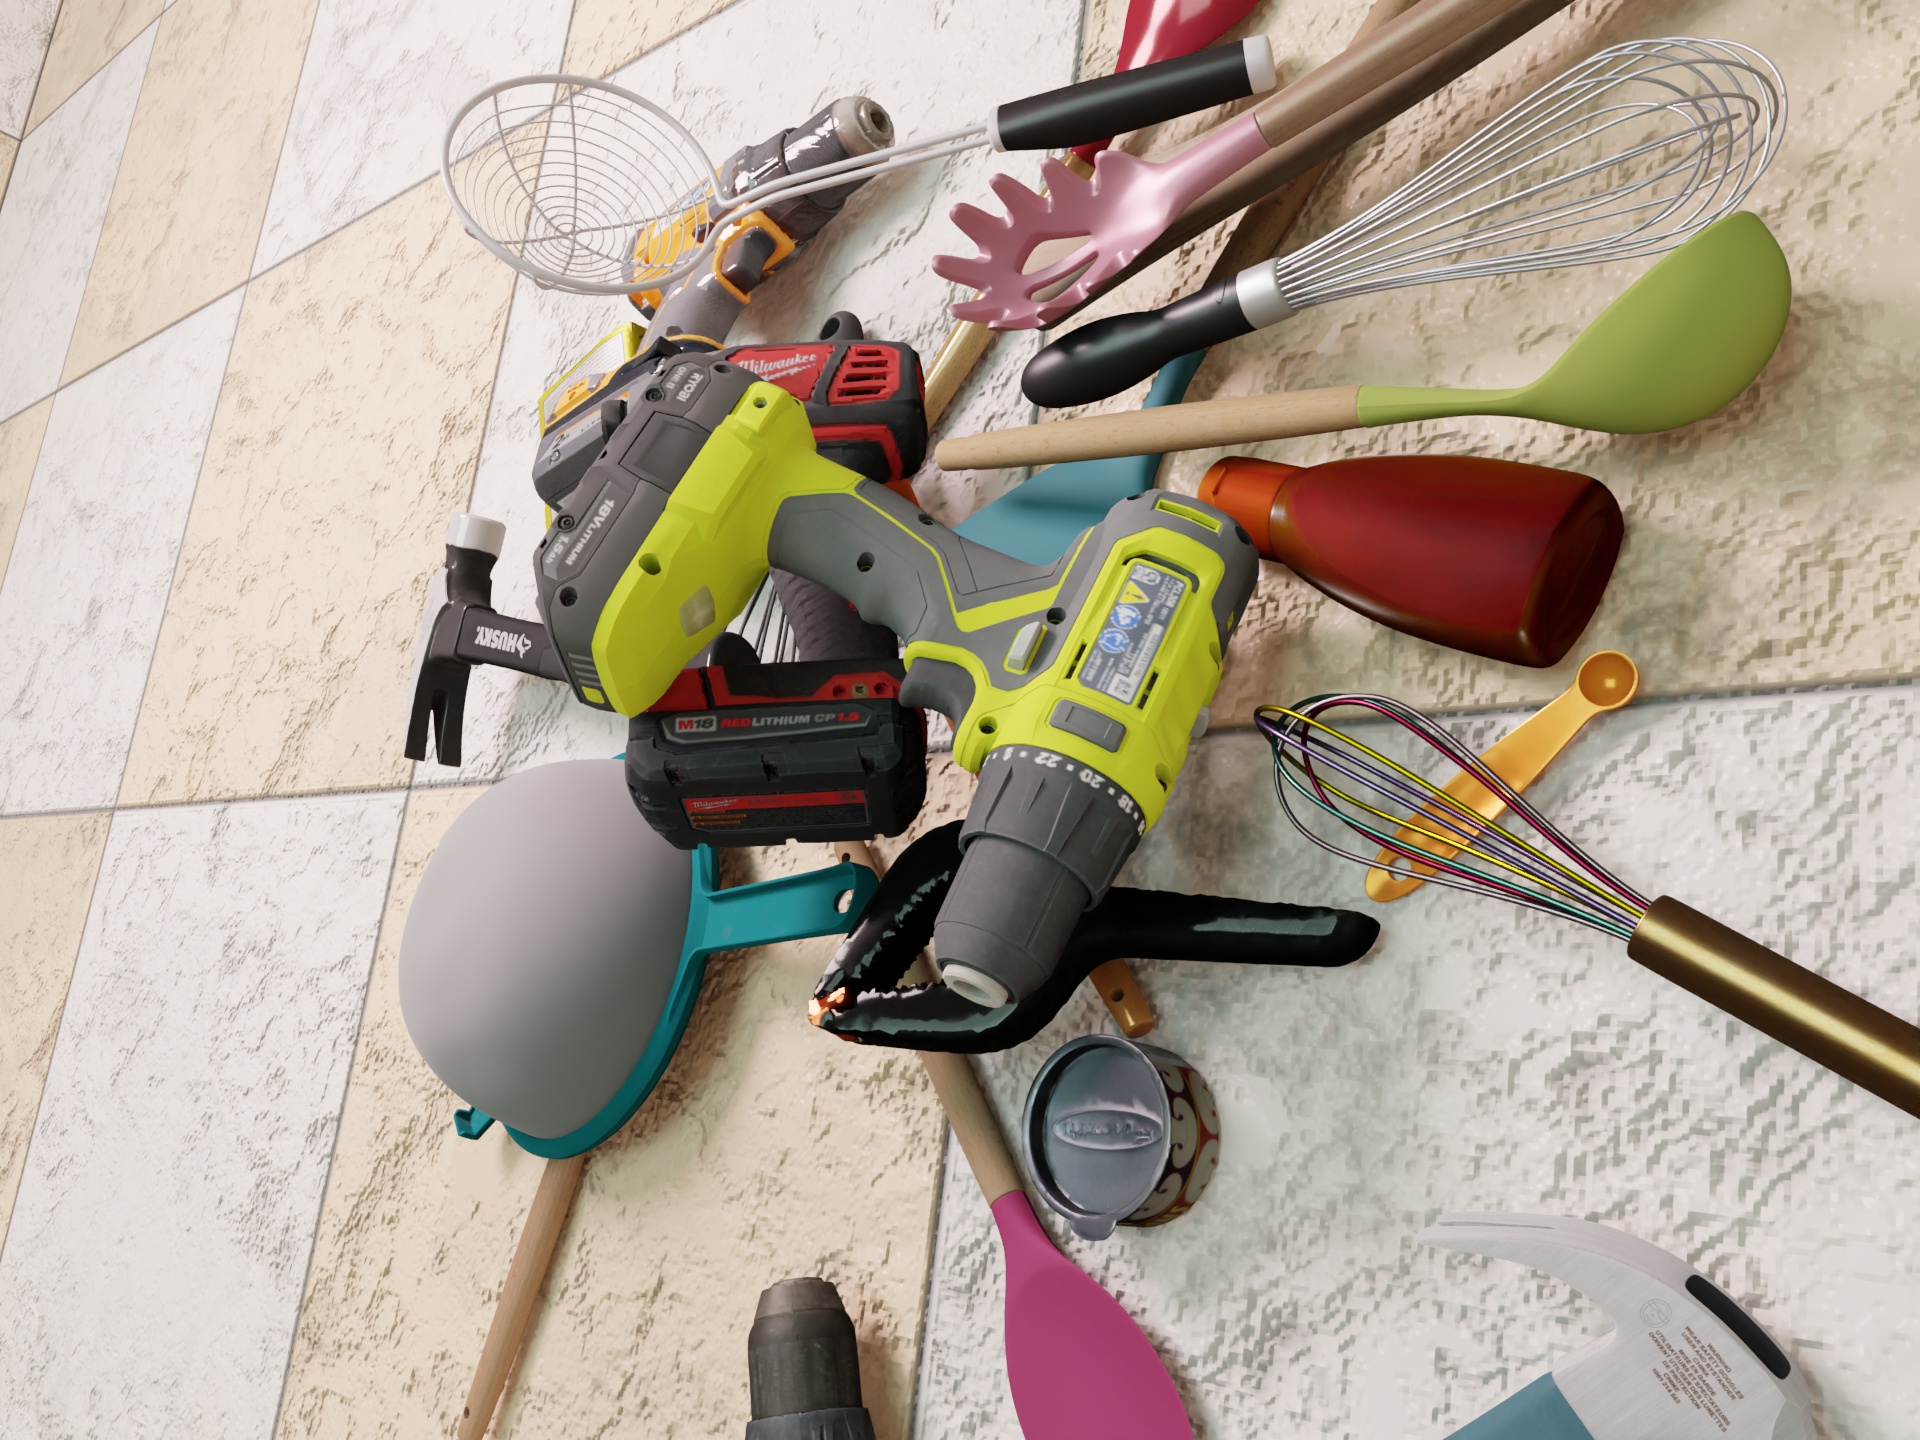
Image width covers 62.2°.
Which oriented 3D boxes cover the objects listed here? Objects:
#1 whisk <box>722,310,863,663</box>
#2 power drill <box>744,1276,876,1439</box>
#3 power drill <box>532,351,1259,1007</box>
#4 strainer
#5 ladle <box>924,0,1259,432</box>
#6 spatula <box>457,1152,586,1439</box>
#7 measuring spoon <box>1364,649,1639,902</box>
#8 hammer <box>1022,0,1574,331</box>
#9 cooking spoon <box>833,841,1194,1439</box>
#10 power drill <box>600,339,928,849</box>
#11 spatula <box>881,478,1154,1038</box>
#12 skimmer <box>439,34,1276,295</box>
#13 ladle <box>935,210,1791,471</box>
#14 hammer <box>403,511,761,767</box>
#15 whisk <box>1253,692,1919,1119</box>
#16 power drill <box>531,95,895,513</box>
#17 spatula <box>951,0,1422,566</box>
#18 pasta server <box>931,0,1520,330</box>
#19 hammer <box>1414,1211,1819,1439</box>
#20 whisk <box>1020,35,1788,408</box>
[{"bbox_3d":[-0.082,-0.097,0.789,0.055,0.055,0.239,-3,69,43],"label":"whisk"},{"bbox_3d":[-0.115,0.338,0.640,0.226,0.080,0.188,-26,59,31],"label":"power drill"},{"bbox_3d":[-0.028,-0.022,0.561,0.228,0.080,0.191,23,66,10],"label":"power drill"},{"bbox_3d":[-0.175,0.091,0.741,0.340,0.095,0.211,-16,60,47],"label":"strainer"},{"bbox_3d":[0.042,-0.236,0.734,0.315,0.031,0.069,-56,50,16],"label":"ladle"},{"bbox_3d":[-0.195,0.206,0.801,0.060,0.018,0.316,13,83,48],"label":"spatula"},{"bbox_3d":[0.177,0.021,0.525,0.117,0.011,0.021,-49,53,24],"label":"measuring spoon"},{"bbox_3d":[0.191,-0.248,0.564,0.410,0.038,0.146,-27,59,28],"label":"hammer"},{"bbox_3d":[0.009,0.165,0.623,0.068,0.017,0.319,-48,49,24],"label":"cooking spoon"},{"bbox_3d":[-0.082,-0.063,0.666,0.143,0.078,0.220,-3,64,-1],"label":"power drill"},{"bbox_3d":[-0.001,-0.002,0.677,0.081,0.041,0.323,-36,53,9],"label":"spatula"},{"bbox_3d":[-0.050,-0.265,0.698,0.363,0.090,0.127,-8,61,18],"label":"skimmer"},{"bbox_3d":[0.118,-0.122,0.568,0.320,0.078,0.062,0,99,38],"label":"ladle"},{"bbox_3d":[-0.203,-0.028,0.819,0.335,0.035,0.146,12,88,49],"label":"hammer"},{"bbox_3d":[0.187,0.051,0.479,0.245,0.051,0.047,32,139,37],"label":"whisk"},{"bbox_3d":[-0.119,-0.211,0.815,0.185,0.084,0.226,-22,44,37],"label":"power drill"},{"bbox_3d":[0.103,-0.179,0.642,0.082,0.044,0.317,38,101,40],"label":"spatula"},{"bbox_3d":[0.128,-0.225,0.558,0.316,0.040,0.060,-25,74,28],"label":"pasta server"},{"bbox_3d":[0.100,0.263,0.481,0.331,0.033,0.128,-45,64,26],"label":"hammer"},{"bbox_3d":[0.139,-0.165,0.568,0.284,0.070,0.070,-14,66,35],"label":"whisk"}]
